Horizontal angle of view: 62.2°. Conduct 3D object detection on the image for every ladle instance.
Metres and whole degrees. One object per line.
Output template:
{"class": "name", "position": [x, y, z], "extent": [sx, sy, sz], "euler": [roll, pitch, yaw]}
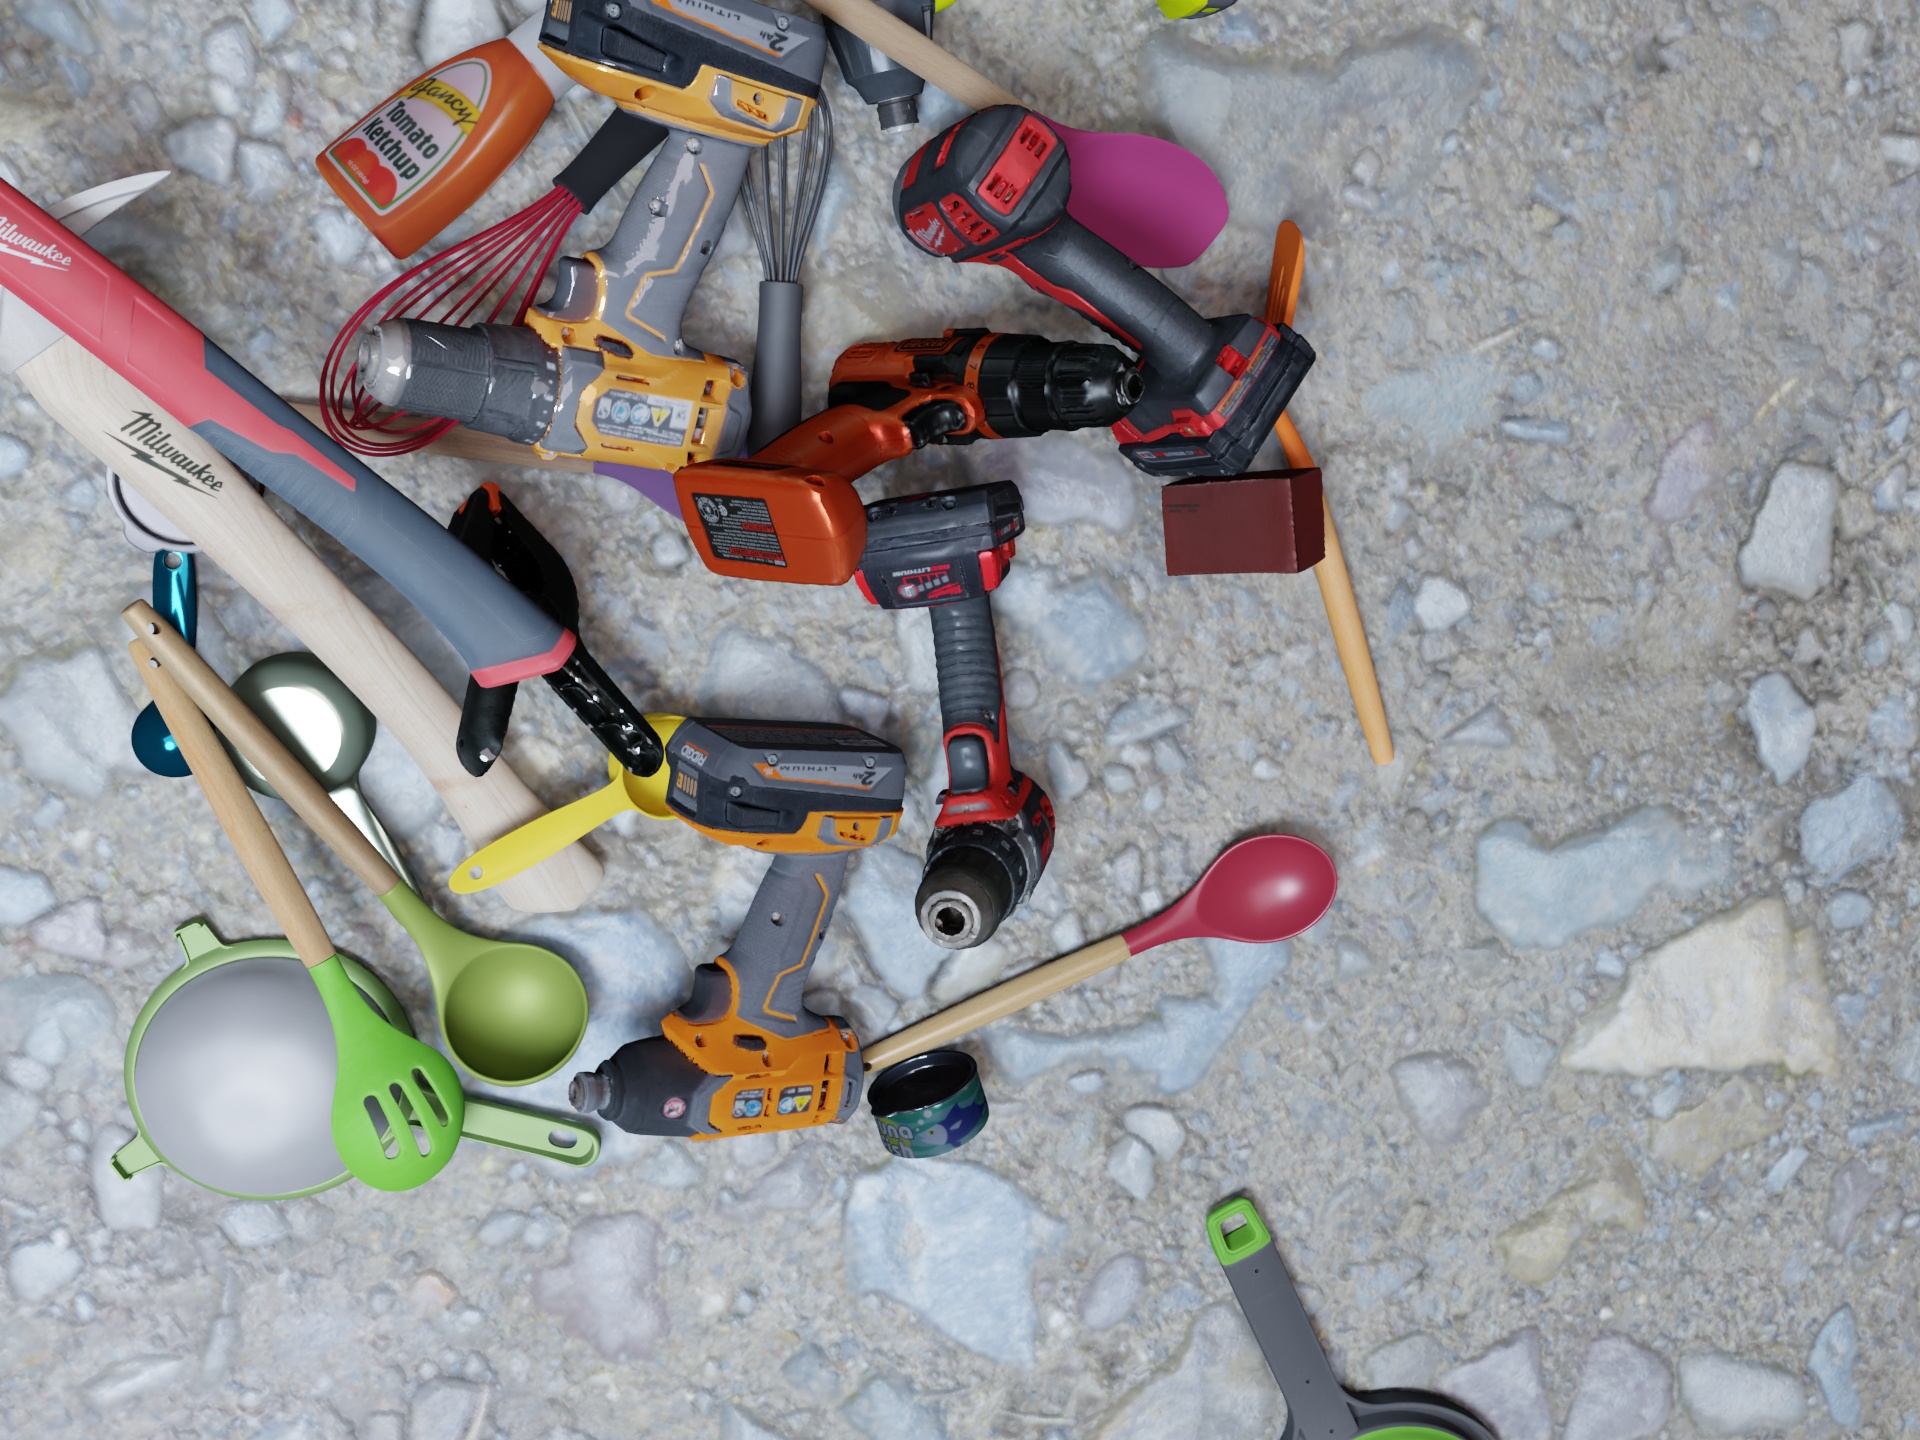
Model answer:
{"class": "ladle", "position": [-0.302, 0.066, 0.806], "extent": [0.078, 0.062, 0.320], "euler": [-49, 120, -29]}
{"class": "ladle", "position": [0.075, 0.146, 0.945], "extent": [0.315, 0.031, 0.069], "euler": [-23, 102, -5]}

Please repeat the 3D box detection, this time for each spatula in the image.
{"class": "spatula", "position": [-0.218, -0.138, 0.831], "extent": [0.315, 0.018, 0.060], "euler": [7, 95, -14]}
{"class": "spatula", "position": [0.212, -0.120, 0.911], "extent": [0.041, 0.081, 0.322], "euler": [-17, 110, 9]}

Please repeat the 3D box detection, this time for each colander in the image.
{"class": "colander", "position": [0.254, 0.483, 1.013], "extent": [0.204, 0.094, 0.397], "euler": [-27, 105, -6]}

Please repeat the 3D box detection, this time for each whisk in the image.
{"class": "whisk", "position": [-0.207, -0.247, 0.790], "extent": [0.073, 0.073, 0.296], "euler": [43, 82, -16]}
{"class": "whisk", "position": [-0.096, -0.224, 0.822], "extent": [0.055, 0.055, 0.239], "euler": [1, 101, -12]}

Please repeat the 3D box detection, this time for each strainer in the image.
{"class": "strainer", "position": [-0.320, 0.212, 0.852], "extent": [0.256, 0.069, 0.151], "euler": [17, 97, -13]}

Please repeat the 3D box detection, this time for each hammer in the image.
{"class": "hammer", "position": [-0.317, -0.156, 0.683], "extent": [0.386, 0.038, 0.143], "euler": [40, 78, -21]}
{"class": "hammer", "position": [-0.305, -0.060, 0.776], "extent": [0.146, 0.038, 0.410], "euler": [-43, 120, -12]}

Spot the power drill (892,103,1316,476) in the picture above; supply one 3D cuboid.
{"class": "power drill", "position": [0.062, -0.219, 0.817], "extent": [0.219, 0.143, 0.078], "euler": [35, 84, -22]}

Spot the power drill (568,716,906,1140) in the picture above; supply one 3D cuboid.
{"class": "power drill", "position": [-0.119, 0.116, 0.849], "extent": [0.164, 0.084, 0.226], "euler": [3, 102, -36]}

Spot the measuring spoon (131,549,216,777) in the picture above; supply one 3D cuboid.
{"class": "measuring spoon", "position": [-0.403, -0.031, 0.811], "extent": [0.042, 0.021, 0.128], "euler": [2, 102, -12]}

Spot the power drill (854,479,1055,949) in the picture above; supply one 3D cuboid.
{"class": "power drill", "position": [-0.001, -0.003, 0.820], "extent": [0.080, 0.188, 0.226], "euler": [-7, 100, 12]}

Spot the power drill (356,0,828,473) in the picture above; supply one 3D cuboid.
{"class": "power drill", "position": [-0.169, -0.229, 0.734], "extent": [0.185, 0.084, 0.226], "euler": [2, 115, -37]}

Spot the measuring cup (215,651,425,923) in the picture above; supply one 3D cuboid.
{"class": "measuring cup", "position": [-0.326, 0.044, 0.833], "extent": [0.083, 0.038, 0.167], "euler": [-27, 103, -6]}

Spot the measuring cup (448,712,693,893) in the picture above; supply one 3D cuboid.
{"class": "measuring cup", "position": [-0.202, 0.046, 0.841], "extent": [0.156, 0.029, 0.062], "euler": [-30, 115, -25]}

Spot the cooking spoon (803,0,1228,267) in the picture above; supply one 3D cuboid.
{"class": "cooking spoon", "position": [0.012, -0.314, 0.799], "extent": [0.318, 0.017, 0.068], "euler": [21, 127, -32]}

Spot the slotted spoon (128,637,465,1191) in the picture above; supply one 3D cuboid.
{"class": "slotted spoon", "position": [-0.337, 0.100, 0.803], "extent": [0.070, 0.031, 0.313], "euler": [-32, 102, -37]}

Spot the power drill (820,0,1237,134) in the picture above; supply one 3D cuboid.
{"class": "power drill", "position": [0.032, -0.404, 0.804], "extent": [0.223, 0.080, 0.171], "euler": [-14, 108, -6]}
